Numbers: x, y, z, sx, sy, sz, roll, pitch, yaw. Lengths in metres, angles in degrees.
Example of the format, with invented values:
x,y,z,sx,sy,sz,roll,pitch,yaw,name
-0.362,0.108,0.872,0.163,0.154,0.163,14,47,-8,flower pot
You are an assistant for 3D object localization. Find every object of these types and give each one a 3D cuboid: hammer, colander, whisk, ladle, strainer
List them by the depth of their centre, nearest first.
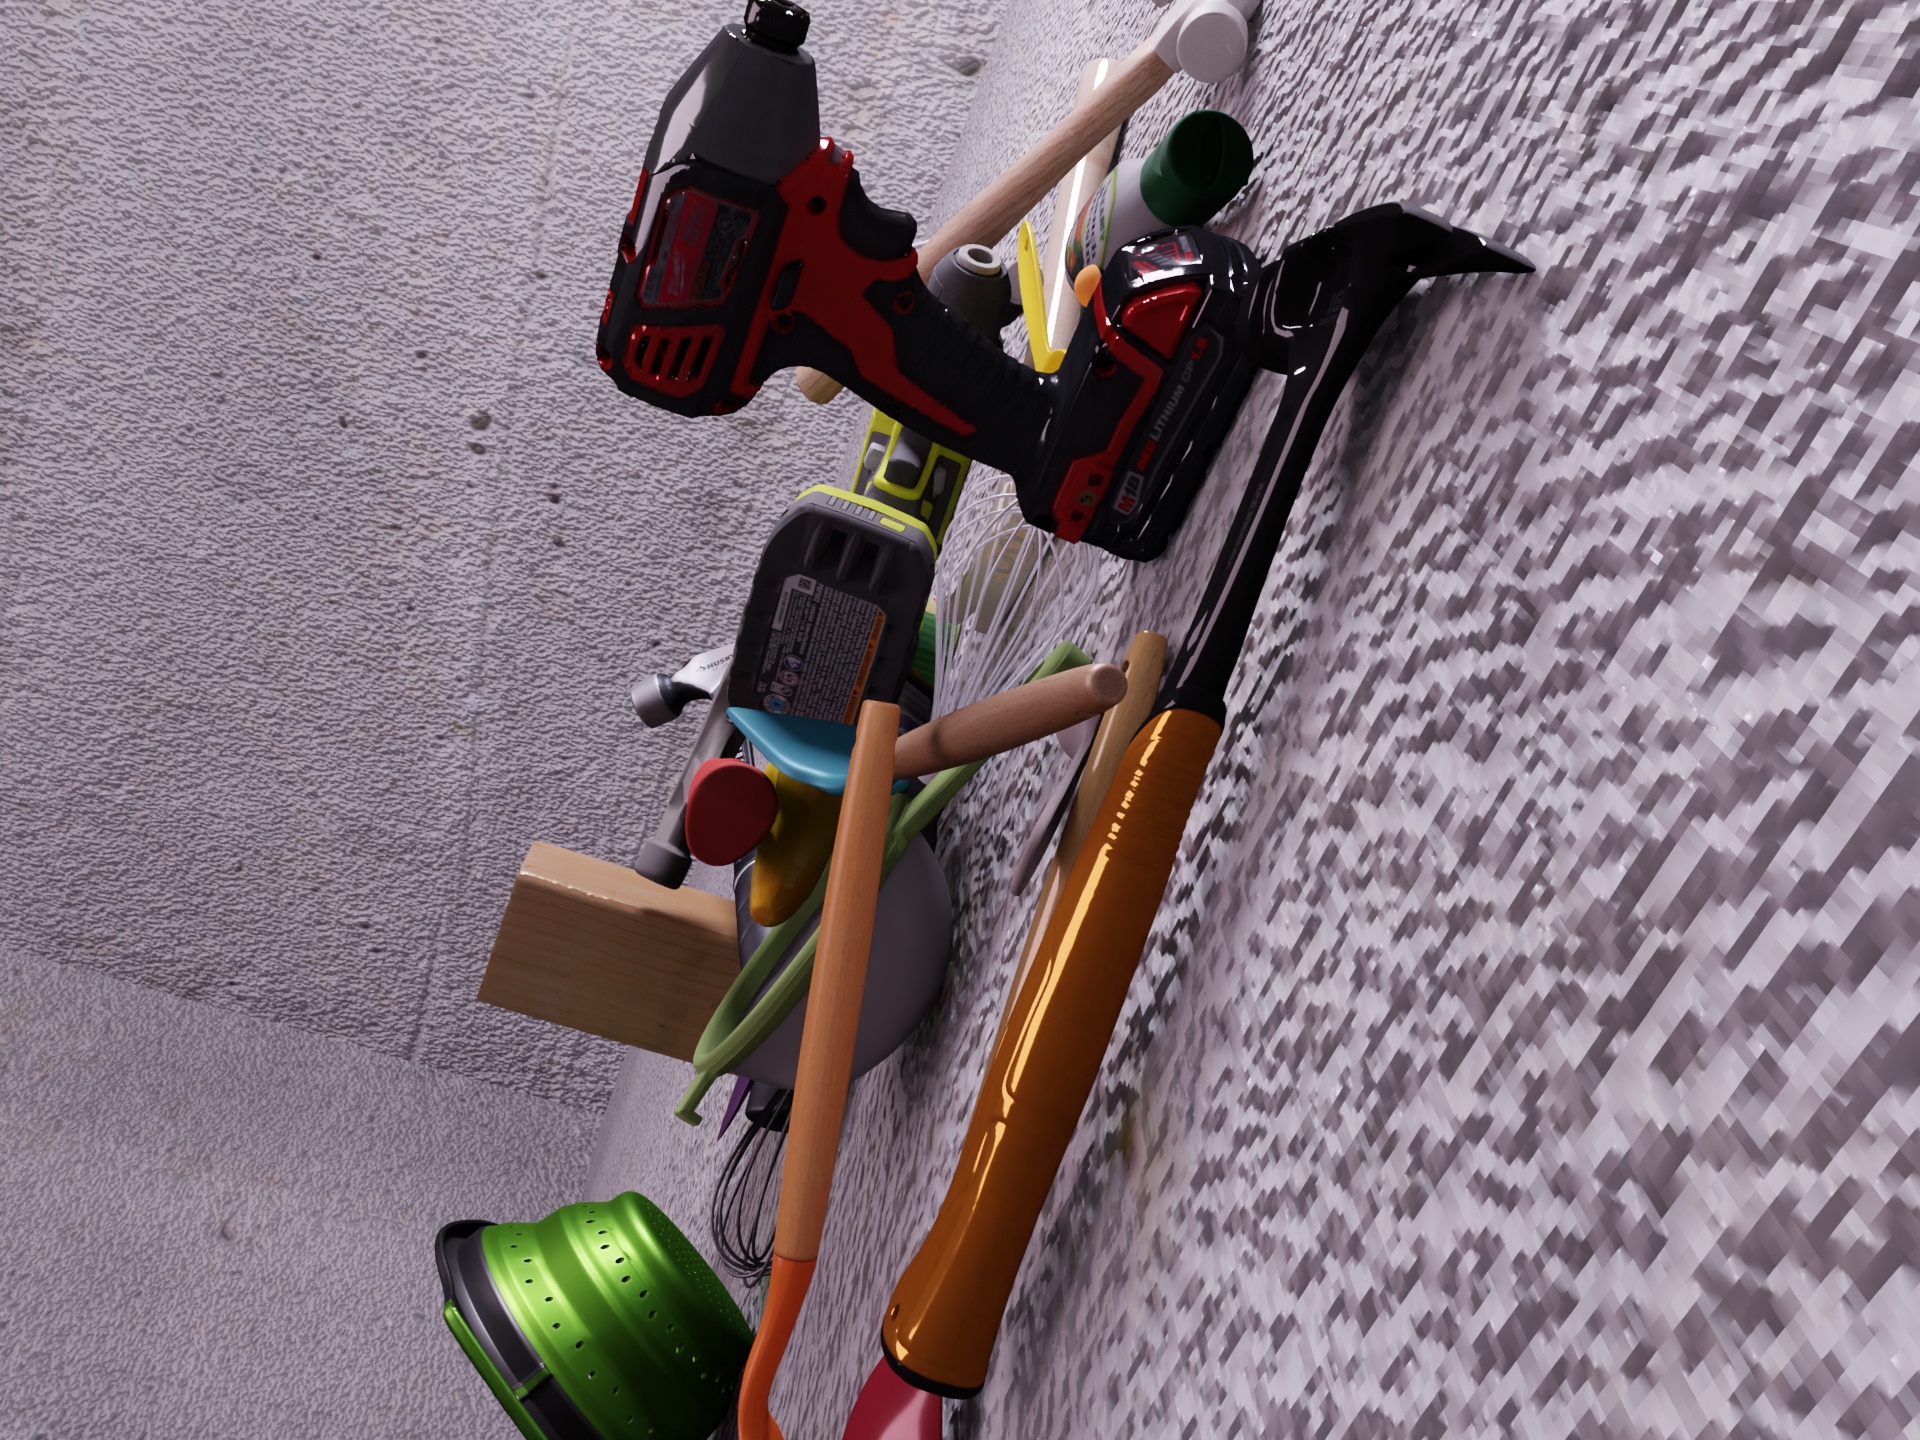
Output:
x,y,z,sx,sy,sz,roll,pitch,yaw,name
0.052,0.028,0.428,0.127,0.034,0.337,-137,67,-80,hammer
0.016,0.118,0.508,0.069,0.031,0.315,-14,56,71,ladle
-0.014,0.074,0.682,0.256,0.069,0.151,-47,8,23,strainer
-0.002,-0.003,0.736,0.070,0.070,0.284,-82,10,-45,whisk
0.023,-0.272,0.831,0.331,0.031,0.130,-34,27,37,hammer
-0.075,0.178,0.839,0.055,0.055,0.239,128,162,-62,whisk
-0.126,0.029,0.839,0.149,0.036,0.359,-66,10,-6,hammer
0.054,-0.239,0.915,0.146,0.038,0.411,120,165,-53,hammer
-0.177,0.346,0.919,0.094,0.205,0.396,-39,-14,-12,colander
-0.128,0.084,1.009,0.409,0.149,0.036,-107,-10,-46,hammer

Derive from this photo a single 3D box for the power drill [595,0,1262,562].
x,y,z,sx,sy,sz,roll,pitch,yaw,name
-0.009,-0.153,0.565,0.079,0.219,0.143,-88,19,-57,power drill

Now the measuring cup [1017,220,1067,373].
x,y,z,sx,sy,sz,roll,pitch,yaw,name
0.049,-0.179,0.745,0.062,0.029,0.157,114,155,-53,measuring cup

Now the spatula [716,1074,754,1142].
x,y,z,sx,sy,sz,roll,pitch,yaw,name
-0.076,0.100,0.912,0.059,0.018,0.316,-60,6,45,spatula

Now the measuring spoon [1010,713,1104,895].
x,y,z,sx,sy,sz,roll,pitch,yaw,name
0.030,0.019,0.536,0.124,0.018,0.034,-58,-15,-56,measuring spoon

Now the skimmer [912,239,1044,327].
x,y,z,sx,sy,sz,roll,pitch,yaw,name
-0.012,-0.271,0.984,0.127,0.090,0.363,-37,11,-2,skimmer

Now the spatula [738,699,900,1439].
x,y,z,sx,sy,sz,roll,pitch,yaw,name
-0.042,0.154,0.530,0.081,0.041,0.322,-157,75,-88,spatula

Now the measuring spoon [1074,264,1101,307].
x,y,z,sx,sy,sz,roll,pitch,yaw,name
0.068,-0.161,0.672,0.117,0.011,0.021,-111,14,-47,measuring spoon

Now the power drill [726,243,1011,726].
x,y,z,sx,sy,sz,roll,pitch,yaw,name
-0.034,-0.112,0.791,0.229,0.080,0.190,-71,2,-46,power drill

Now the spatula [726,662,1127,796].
x,y,z,sx,sy,sz,roll,pitch,yaw,name
-0.015,0.000,0.575,0.317,0.082,0.044,160,118,-68,spatula
